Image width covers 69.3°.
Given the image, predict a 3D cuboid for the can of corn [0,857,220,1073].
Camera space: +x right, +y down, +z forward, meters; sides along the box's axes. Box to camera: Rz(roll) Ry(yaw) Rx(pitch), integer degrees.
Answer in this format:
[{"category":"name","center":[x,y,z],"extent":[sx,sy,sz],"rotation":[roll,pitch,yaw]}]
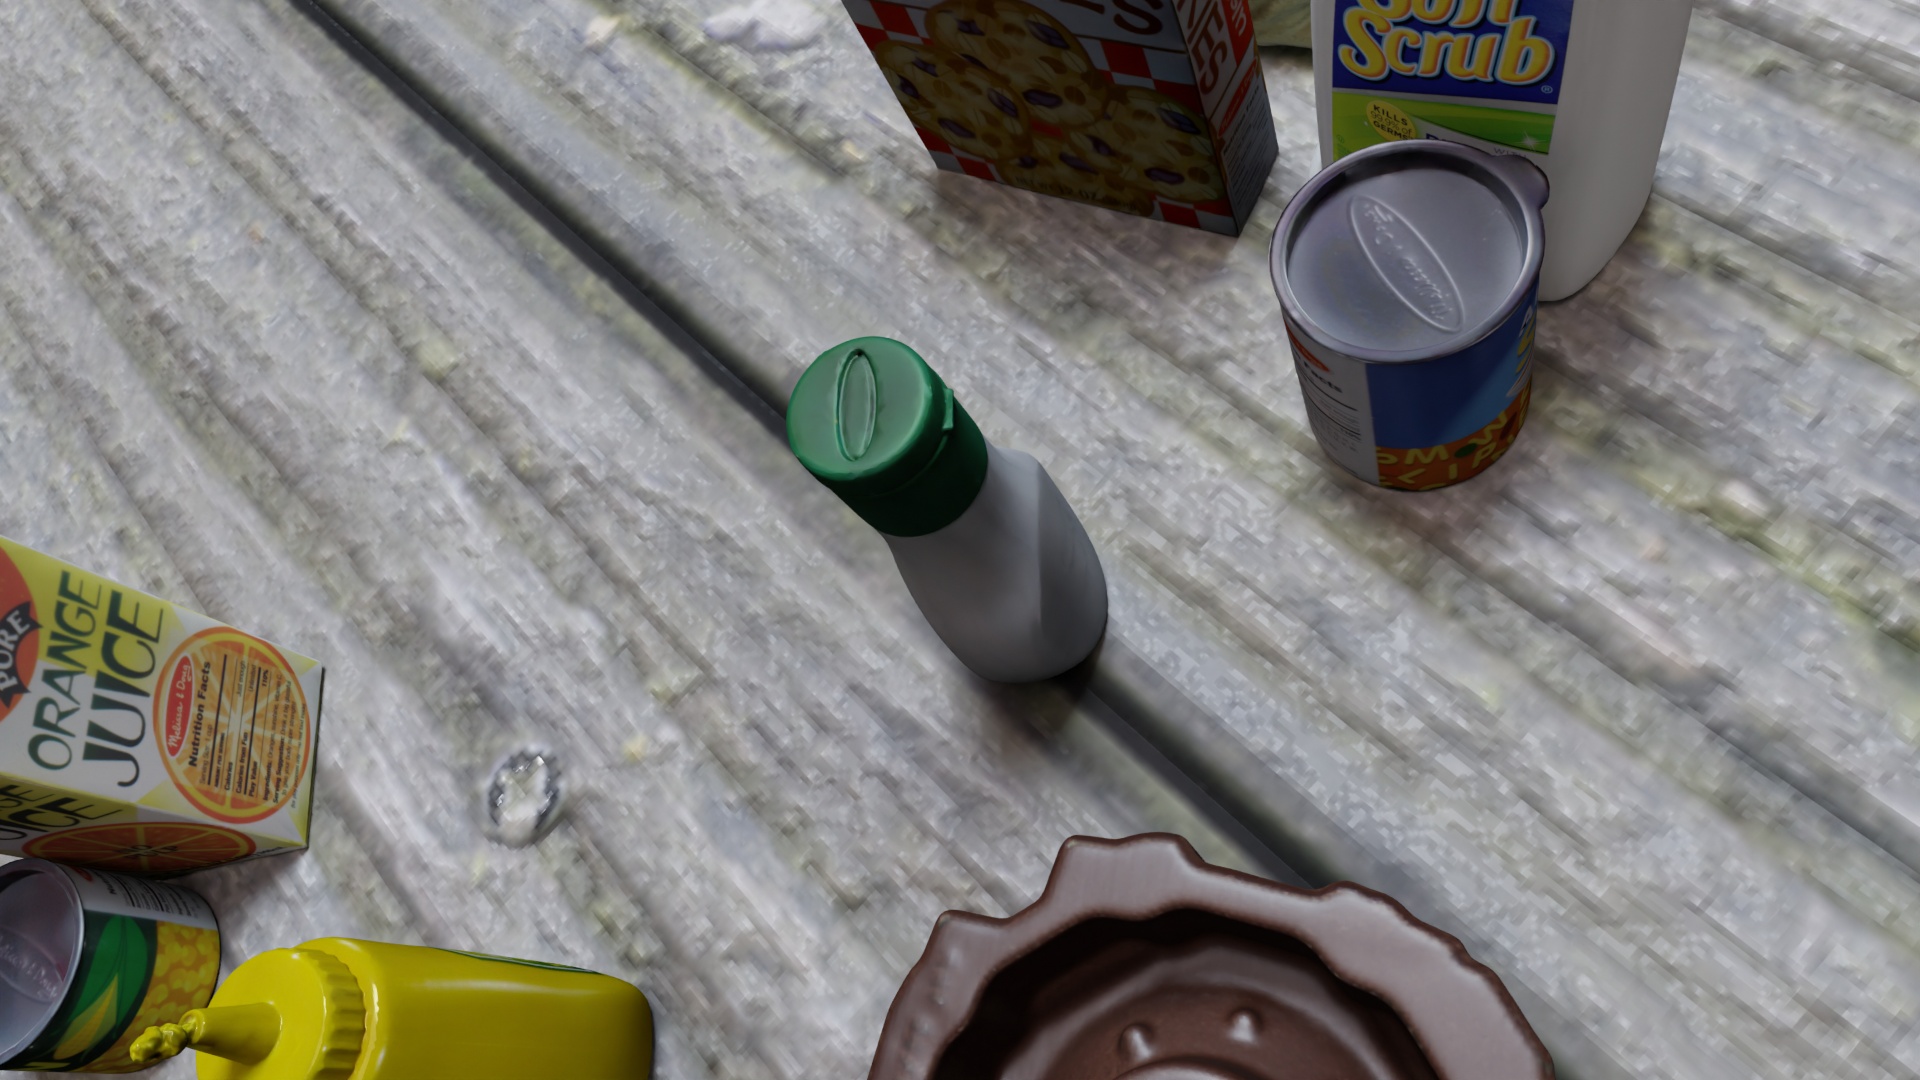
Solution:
[{"category":"can of corn","center":[-0.300,0.148,0.471],"extent":[0.071,0.058,0.071],"rotation":[-8,66,18]}]

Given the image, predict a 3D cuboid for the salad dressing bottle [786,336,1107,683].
[{"category":"salad dressing bottle","center":[0.001,-0.005,0.372],"extent":[0.044,0.147,0.064],"rotation":[-8,66,18]}]

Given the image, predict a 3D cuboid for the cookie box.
[{"category":"cookie box","center":[0.023,-0.166,0.421],"extent":[0.123,0.167,0.040],"rotation":[21,77,26]}]

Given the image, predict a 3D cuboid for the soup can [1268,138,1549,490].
[{"category":"soup can","center":[0.127,-0.060,0.386],"extent":[0.071,0.083,0.071],"rotation":[-8,66,18]}]

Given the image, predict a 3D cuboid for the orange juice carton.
[{"category":"orange juice carton","center":[-0.299,0.052,0.434],"extent":[0.072,0.192,0.073],"rotation":[-14,64,15]}]

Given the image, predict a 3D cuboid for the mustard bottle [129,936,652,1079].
[{"category":"mustard bottle","center":[-0.143,0.131,0.361],"extent":[0.065,0.160,0.049],"rotation":[-7,67,18]}]
